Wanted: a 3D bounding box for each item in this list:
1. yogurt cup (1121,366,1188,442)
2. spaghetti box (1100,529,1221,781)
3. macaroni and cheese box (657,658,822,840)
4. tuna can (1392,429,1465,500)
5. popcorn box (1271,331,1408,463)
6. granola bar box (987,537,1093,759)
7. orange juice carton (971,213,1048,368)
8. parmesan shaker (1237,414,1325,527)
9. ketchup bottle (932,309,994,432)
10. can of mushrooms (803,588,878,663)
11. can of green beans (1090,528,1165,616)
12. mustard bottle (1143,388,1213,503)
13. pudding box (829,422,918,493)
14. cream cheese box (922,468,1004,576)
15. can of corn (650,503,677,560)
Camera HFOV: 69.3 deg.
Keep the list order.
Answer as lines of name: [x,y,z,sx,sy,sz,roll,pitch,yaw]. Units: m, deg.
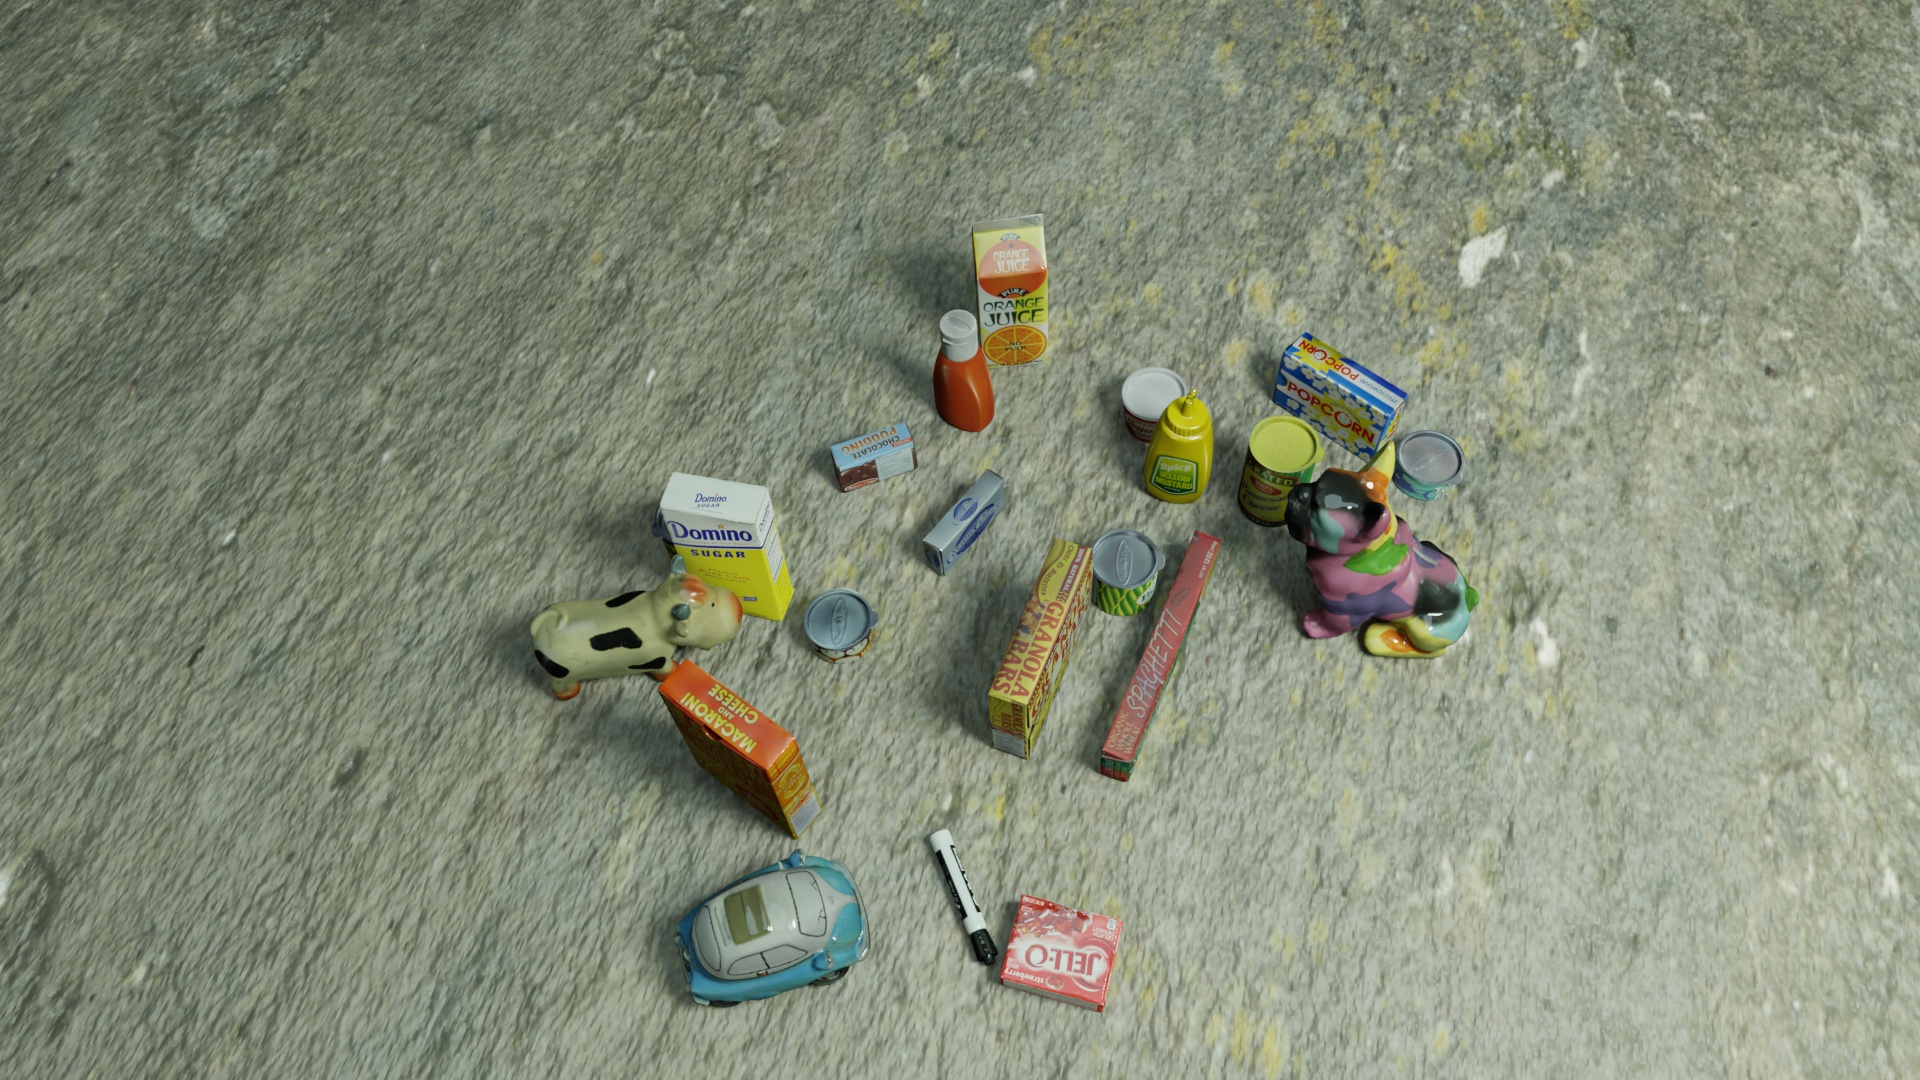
yogurt cup: [0.198,-0.137,1.427,0.072,0.053,0.073,-1,59,3]
spaghetti box: [0.186,0.105,1.284,0.029,0.050,0.251,20,62,15]
macaroni and cheese box: [-0.186,0.182,1.191,0.124,0.165,0.040,32,66,20]
tuna can: [0.468,-0.073,1.385,0.071,0.032,0.071,-1,59,2]
popcorn box: [0.382,-0.144,1.403,0.127,0.084,0.038,38,68,23]
granola bar box: [0.074,0.098,1.251,0.039,0.123,0.166,18,62,14]
orange juice carton: [0.051,-0.265,1.433,0.072,0.191,0.073,-6,59,0]
parmesan shaker: [0.310,-0.065,1.349,0.071,0.102,0.071,-1,59,3]
ketchup bottle: [0.001,-0.172,1.405,0.065,0.148,0.044,29,65,19]
can of mushrooms: [-0.112,0.082,1.325,0.071,0.033,0.071,-1,59,2]
can of green beans: [0.155,0.031,1.326,0.071,0.057,0.071,-1,59,3]
mustard bottle: [0.213,-0.095,1.339,0.065,0.159,0.049,11,61,10]
pudding box: [-0.088,-0.084,1.415,0.084,0.049,0.030,-20,60,-8]
cream cheese box: [0.005,-0.017,1.366,0.024,0.053,0.104,33,66,21]
can of corn: [-0.266,-0.009,1.374,0.071,0.058,0.071,-1,59,3]
